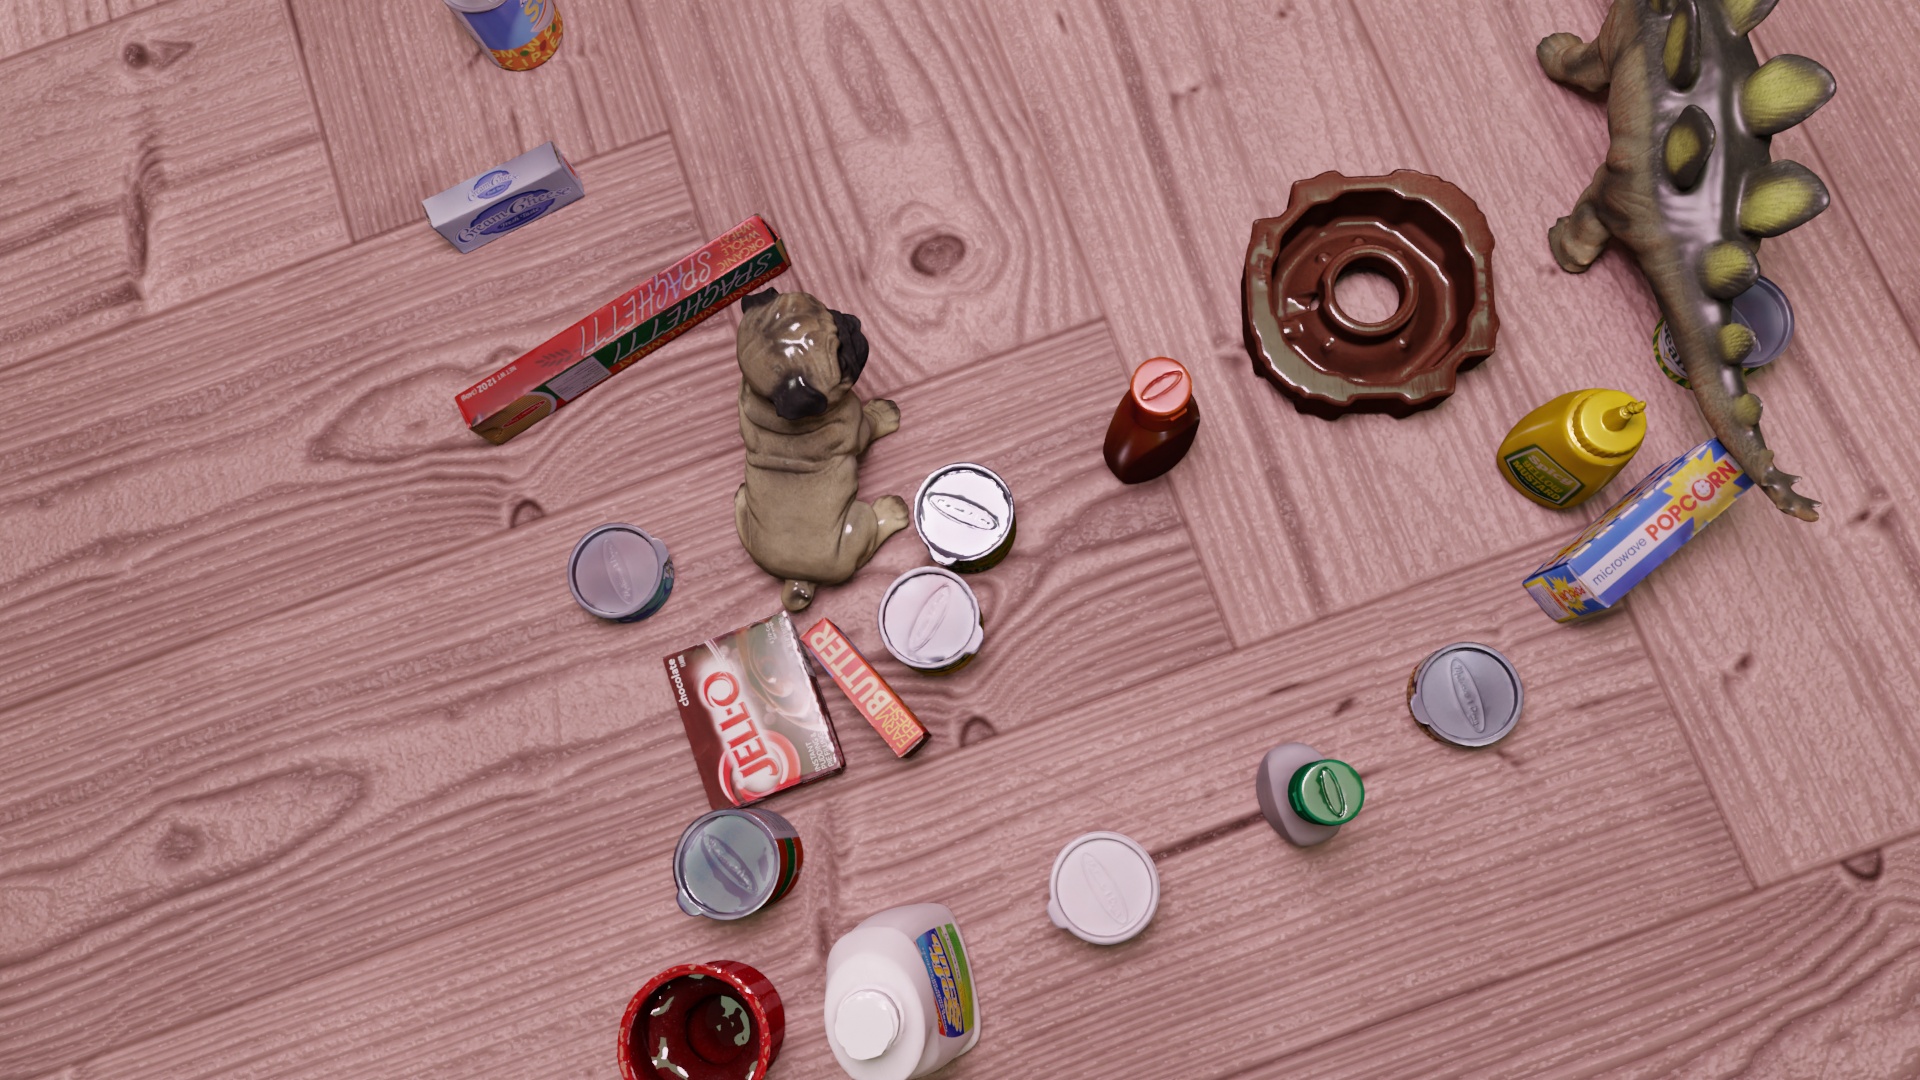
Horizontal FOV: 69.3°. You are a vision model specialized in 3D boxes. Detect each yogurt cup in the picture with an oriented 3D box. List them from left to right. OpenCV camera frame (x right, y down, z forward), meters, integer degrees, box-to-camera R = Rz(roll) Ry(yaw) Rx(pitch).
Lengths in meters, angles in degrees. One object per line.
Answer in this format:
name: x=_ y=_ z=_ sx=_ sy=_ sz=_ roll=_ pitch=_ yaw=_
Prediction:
yogurt cup: x=0.090 y=0.218 z=0.878 sx=0.072 sy=0.054 sz=0.072 roll=-1 pitch=79 yaw=4

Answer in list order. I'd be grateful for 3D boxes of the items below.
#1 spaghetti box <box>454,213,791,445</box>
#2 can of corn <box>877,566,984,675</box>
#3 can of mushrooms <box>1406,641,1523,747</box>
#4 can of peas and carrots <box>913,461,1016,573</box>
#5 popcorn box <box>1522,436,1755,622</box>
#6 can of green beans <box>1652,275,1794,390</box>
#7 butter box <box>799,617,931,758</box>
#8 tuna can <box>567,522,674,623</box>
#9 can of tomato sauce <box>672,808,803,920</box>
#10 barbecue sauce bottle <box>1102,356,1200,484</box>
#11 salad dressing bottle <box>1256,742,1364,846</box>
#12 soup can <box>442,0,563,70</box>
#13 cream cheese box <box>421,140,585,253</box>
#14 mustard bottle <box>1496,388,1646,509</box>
spaghetti box: x=-0.234 y=-0.148 z=0.976 sx=0.250 sy=0.050 sz=0.029 roll=-32 pitch=79 yaw=-2
can of corn: x=-0.016 y=0.056 z=0.916 sx=0.071 sy=0.058 sz=0.071 roll=-1 pitch=79 yaw=4
can of mushrooms: x=0.321 y=0.100 z=0.895 sx=0.071 sy=0.033 sz=0.071 roll=-1 pitch=79 yaw=4
can of peas and carrots: x=0.003 y=-0.012 z=0.927 sx=0.071 sy=0.058 sz=0.071 roll=-1 pitch=79 yaw=4
popcorn box: x=0.427 y=-0.004 z=0.881 sx=0.127 sy=0.085 sz=0.038 roll=-39 pitch=79 yaw=-4
can of green beans: x=0.501 y=-0.137 z=0.915 sx=0.071 sy=0.057 sz=0.071 roll=-1 pitch=79 yaw=4
butter box: x=-0.061 y=0.097 z=0.914 sx=0.024 sy=0.053 sz=0.103 roll=-41 pitch=79 yaw=-4
tuna can: x=-0.230 y=0.022 z=0.952 sx=0.071 sy=0.033 sz=0.071 roll=-1 pitch=79 yaw=4
can of tomato sauce: x=-0.140 y=0.206 z=0.883 sx=0.071 sy=0.083 sz=0.071 roll=-1 pitch=79 yaw=4
barbecue sauce bottle: x=0.124 y=-0.077 z=0.885 sx=0.065 sy=0.148 sz=0.044 roll=-33 pitch=79 yaw=-2
salad dressing bottle: x=0.210 y=0.152 z=0.835 sx=0.044 sy=0.147 sz=0.064 roll=-16 pitch=79 yaw=1
soup can: x=-0.333 y=-0.394 z=1.015 sx=0.071 sy=0.083 sz=0.071 roll=-1 pitch=79 yaw=4
cream cheese box: x=-0.327 y=-0.246 z=1.001 sx=0.104 sy=0.053 sz=0.024 roll=-26 pitch=79 yaw=-1
mustard bottle: x=0.383 y=-0.062 z=0.857 sx=0.065 sy=0.160 sz=0.049 roll=42 pitch=85 yaw=10
